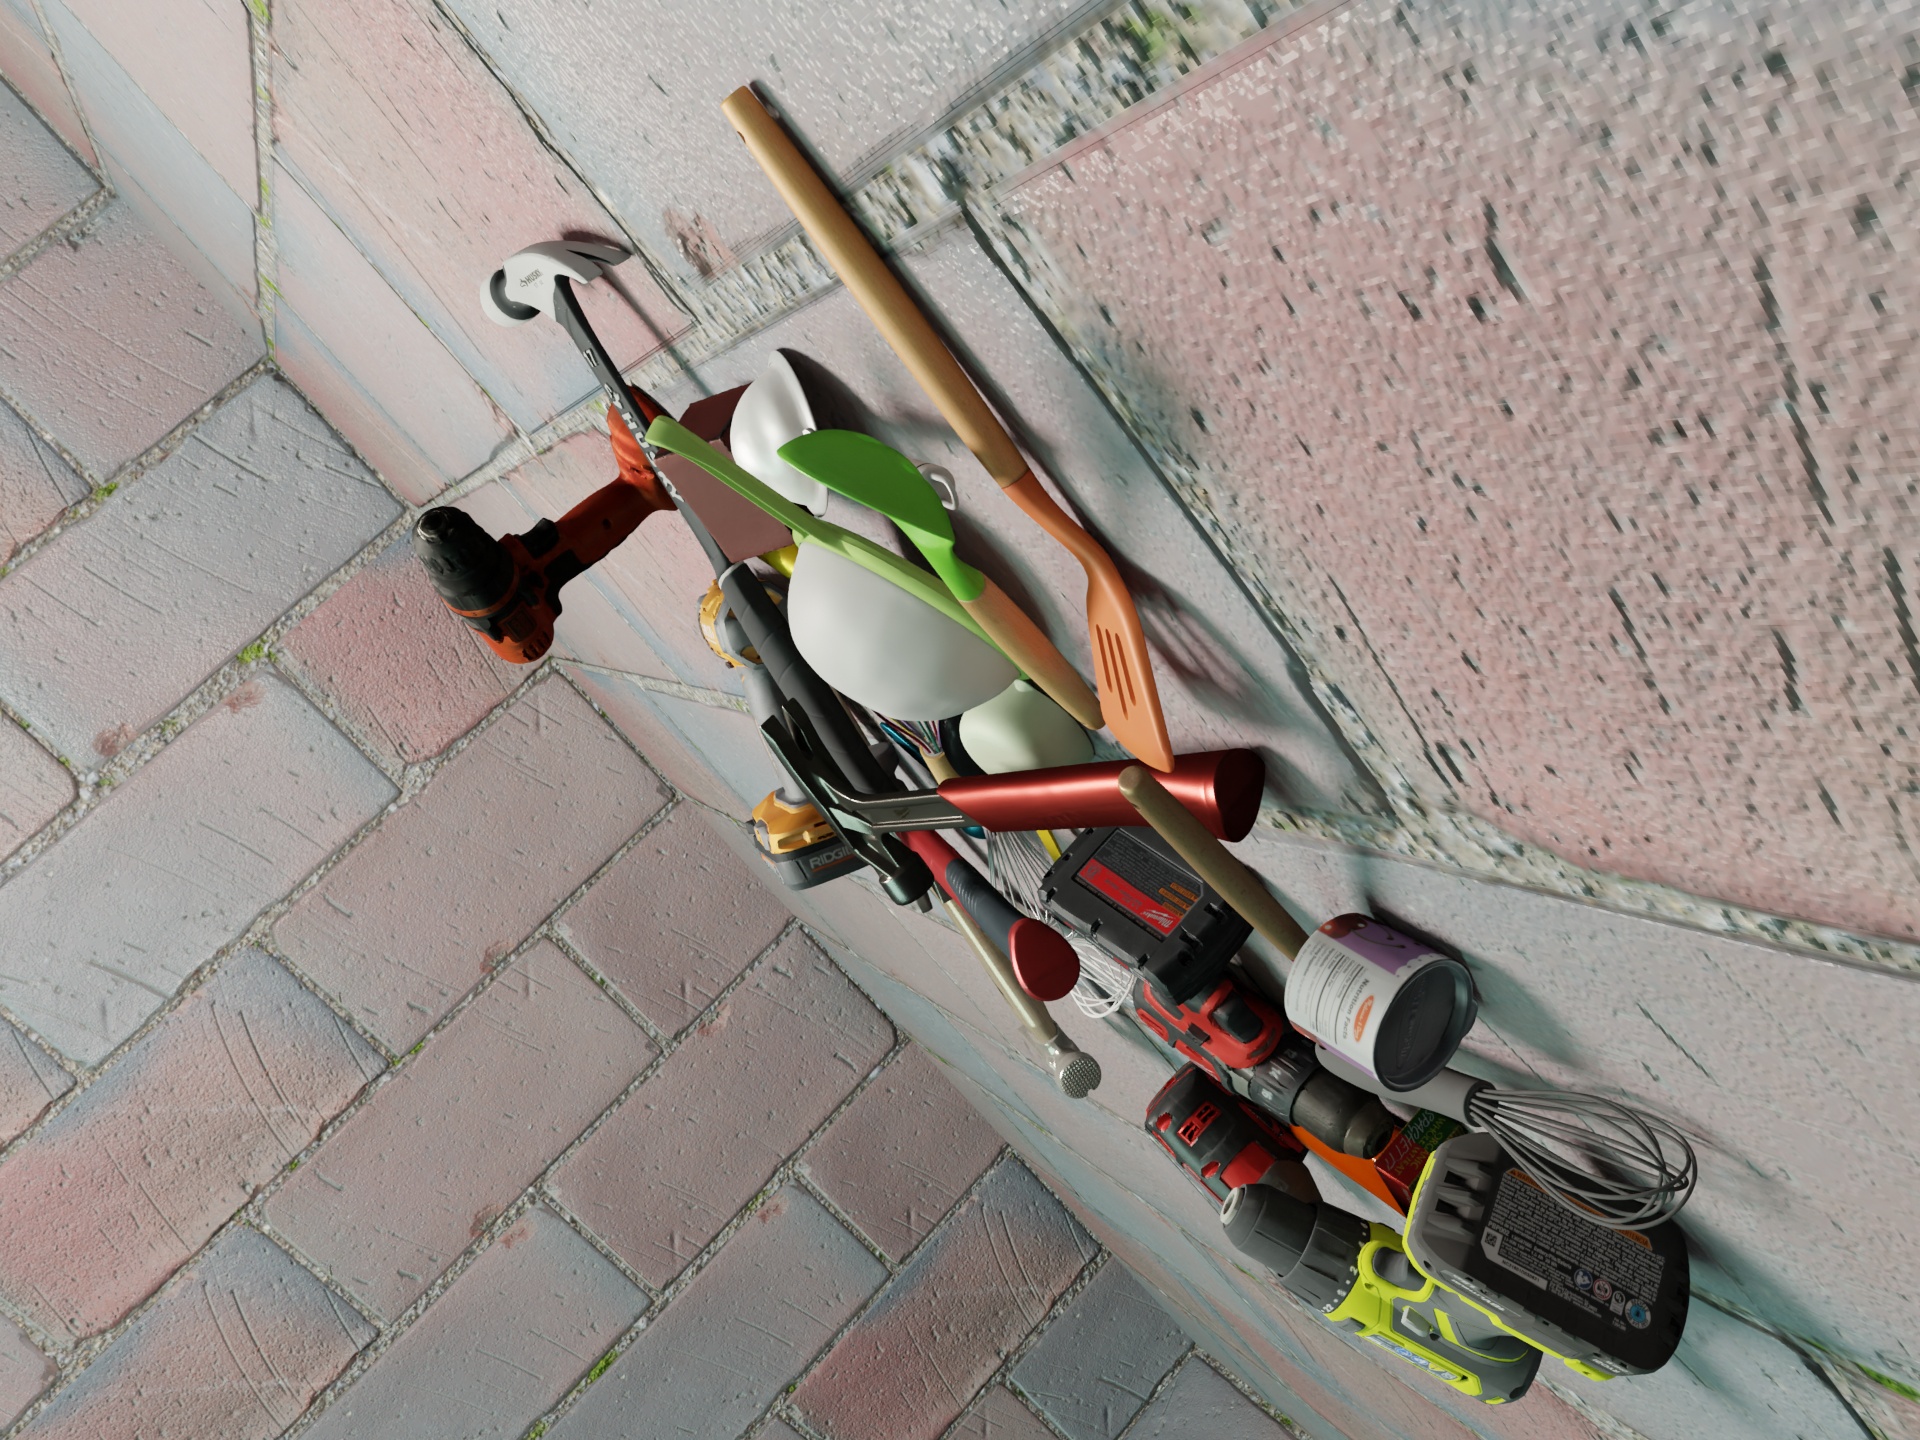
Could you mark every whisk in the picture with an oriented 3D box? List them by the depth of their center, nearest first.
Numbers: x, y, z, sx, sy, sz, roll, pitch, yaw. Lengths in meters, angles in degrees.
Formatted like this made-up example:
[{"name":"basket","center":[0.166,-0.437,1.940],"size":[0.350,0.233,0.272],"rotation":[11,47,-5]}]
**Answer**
[{"name":"whisk","center":[0.247,0.187,0.763],"size":[0.055,0.055,0.239],"rotation":[50,164,-19]},{"name":"whisk","center":[-0.027,0.008,1.083],"size":[0.051,0.047,0.244],"rotation":[36,167,28]},{"name":"whisk","center":[0.029,0.083,1.114],"size":[0.070,0.070,0.284],"rotation":[34,158,38]},{"name":"whisk","center":[0.075,0.178,1.269],"size":[0.057,0.059,0.246],"rotation":[33,177,-25]}]

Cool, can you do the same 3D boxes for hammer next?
[{"name":"hammer","center":[0.021,0.037,0.859],"size":[0.359,0.037,0.149],"rotation":[-9,120,56]},{"name":"hammer","center":[-0.146,-0.105,0.969],"size":[0.149,0.036,0.408],"rotation":[1,127,57]},{"name":"hammer","center":[0.005,0.121,1.081],"size":[0.143,0.038,0.386],"rotation":[66,170,-17]},{"name":"hammer","center":[-0.015,0.136,1.340],"size":[0.410,0.038,0.146],"rotation":[57,173,-16]}]

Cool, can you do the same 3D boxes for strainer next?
[{"name":"strainer","center":[-0.061,-0.125,0.748],"size":[0.259,0.050,0.086],"rotation":[30,137,59]},{"name":"strainer","center":[-0.070,-0.061,0.803],"size":[0.256,0.069,0.152],"rotation":[32,176,-42]}]

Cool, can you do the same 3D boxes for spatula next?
[{"name":"spatula","center":[0.001,-0.114,0.656],"size":[0.322,0.041,0.081],"rotation":[51,177,-18]}]

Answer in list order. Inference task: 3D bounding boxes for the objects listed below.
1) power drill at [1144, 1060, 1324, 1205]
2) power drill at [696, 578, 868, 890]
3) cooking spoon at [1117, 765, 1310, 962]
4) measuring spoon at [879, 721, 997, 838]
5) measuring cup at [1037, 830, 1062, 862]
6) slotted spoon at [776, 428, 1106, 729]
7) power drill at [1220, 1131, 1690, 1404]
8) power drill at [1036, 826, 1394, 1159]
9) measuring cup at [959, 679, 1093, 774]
[{"name":"power drill","center":[0.198,0.308,1.131],"size":[0.143,0.078,0.219],"rotation":[42,177,11]},{"name":"power drill","center":[-0.143,-0.001,1.201],"size":[0.185,0.084,0.226],"rotation":[-159,50,-71]},{"name":"cooking spoon","center":[0.153,0.100,0.772],"size":[0.069,0.017,0.318],"rotation":[30,171,45]},{"name":"measuring spoon","center":[-0.021,0.048,1.218],"size":[0.129,0.021,0.042],"rotation":[41,166,16]},{"name":"measuring cup","center":[0.077,0.087,1.065],"size":[0.156,0.029,0.062],"rotation":[61,163,-12]},{"name":"slotted spoon","center":[0.012,-0.051,0.699],"size":[0.070,0.031,0.313],"rotation":[33,177,30]},{"name":"power drill","center":[0.256,0.293,0.856],"size":[0.190,0.080,0.228],"rotation":[28,152,2]},{"name":"power drill","center":[0.156,0.162,0.934],"size":[0.188,0.080,0.226],"rotation":[33,165,42]},{"name":"measuring cup","center":[-0.001,-0.003,0.929],"size":[0.168,0.038,0.083],"rotation":[24,157,28]}]
